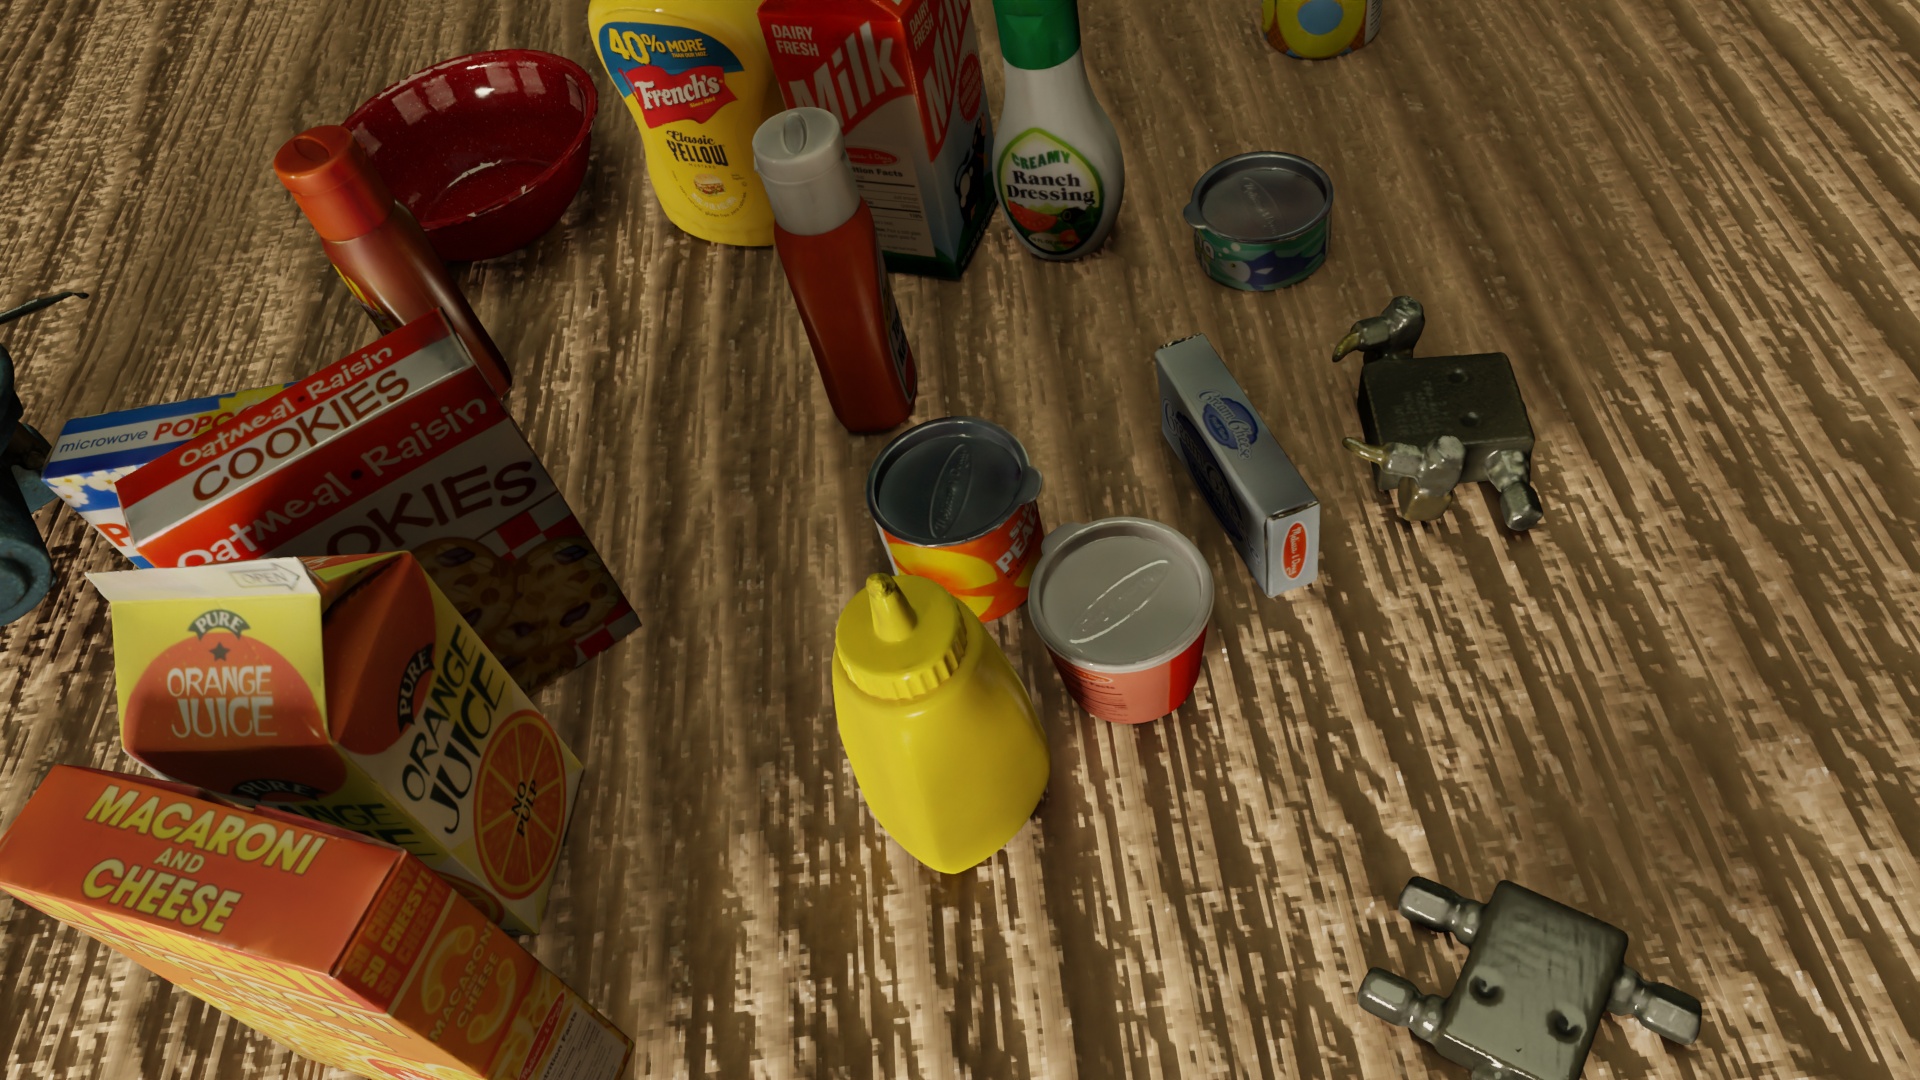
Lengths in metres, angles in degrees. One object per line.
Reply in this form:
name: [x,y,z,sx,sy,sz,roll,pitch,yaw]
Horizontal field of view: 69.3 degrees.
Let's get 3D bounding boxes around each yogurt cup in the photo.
yogurt cup: [0.062,0.033,0.526,0.072,0.053,0.073,-6,52,8]

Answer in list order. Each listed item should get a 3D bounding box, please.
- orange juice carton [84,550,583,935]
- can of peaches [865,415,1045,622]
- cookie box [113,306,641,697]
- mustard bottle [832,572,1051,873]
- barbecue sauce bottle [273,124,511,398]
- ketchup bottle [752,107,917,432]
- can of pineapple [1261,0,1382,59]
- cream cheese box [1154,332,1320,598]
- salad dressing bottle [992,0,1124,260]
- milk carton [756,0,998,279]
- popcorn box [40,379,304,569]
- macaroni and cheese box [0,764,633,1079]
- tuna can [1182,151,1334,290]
orange juice carton: [-0.204,0.064,0.471,0.072,0.191,0.073,-2,53,11]
can of peaches: [0.002,-0.007,0.568,0.071,0.057,0.071,-6,52,8]
cookie box: [-0.211,0.008,0.532,0.123,0.166,0.040,-33,53,-13]
mustard bottle: [-0.010,0.053,0.458,0.065,0.159,0.049,-39,55,-18]
barbecue sauce bottle: [-0.268,-0.126,0.660,0.044,0.147,0.065,-42,56,-19]
ketchup bottle: [-0.054,-0.117,0.607,0.043,0.148,0.065,-12,51,3]
can of pineapple: [0.196,-0.306,0.758,0.071,0.057,0.071,-6,52,8]
cream cheese box: [0.111,-0.032,0.566,0.024,0.053,0.104,-21,51,-4]
salad dressing bottle: [0.042,-0.200,0.652,0.064,0.147,0.044,9,55,18]
milk carton: [-0.037,-0.221,0.657,0.073,0.189,0.073,11,56,20]
popcorn box: [-0.331,-0.025,0.635,0.127,0.084,0.038,-8,52,6]
macaroni and cheese box: [-0.191,0.132,0.432,0.124,0.165,0.040,8,55,18]
tuna can: [0.142,-0.152,0.666,0.071,0.032,0.071,-6,52,8]
